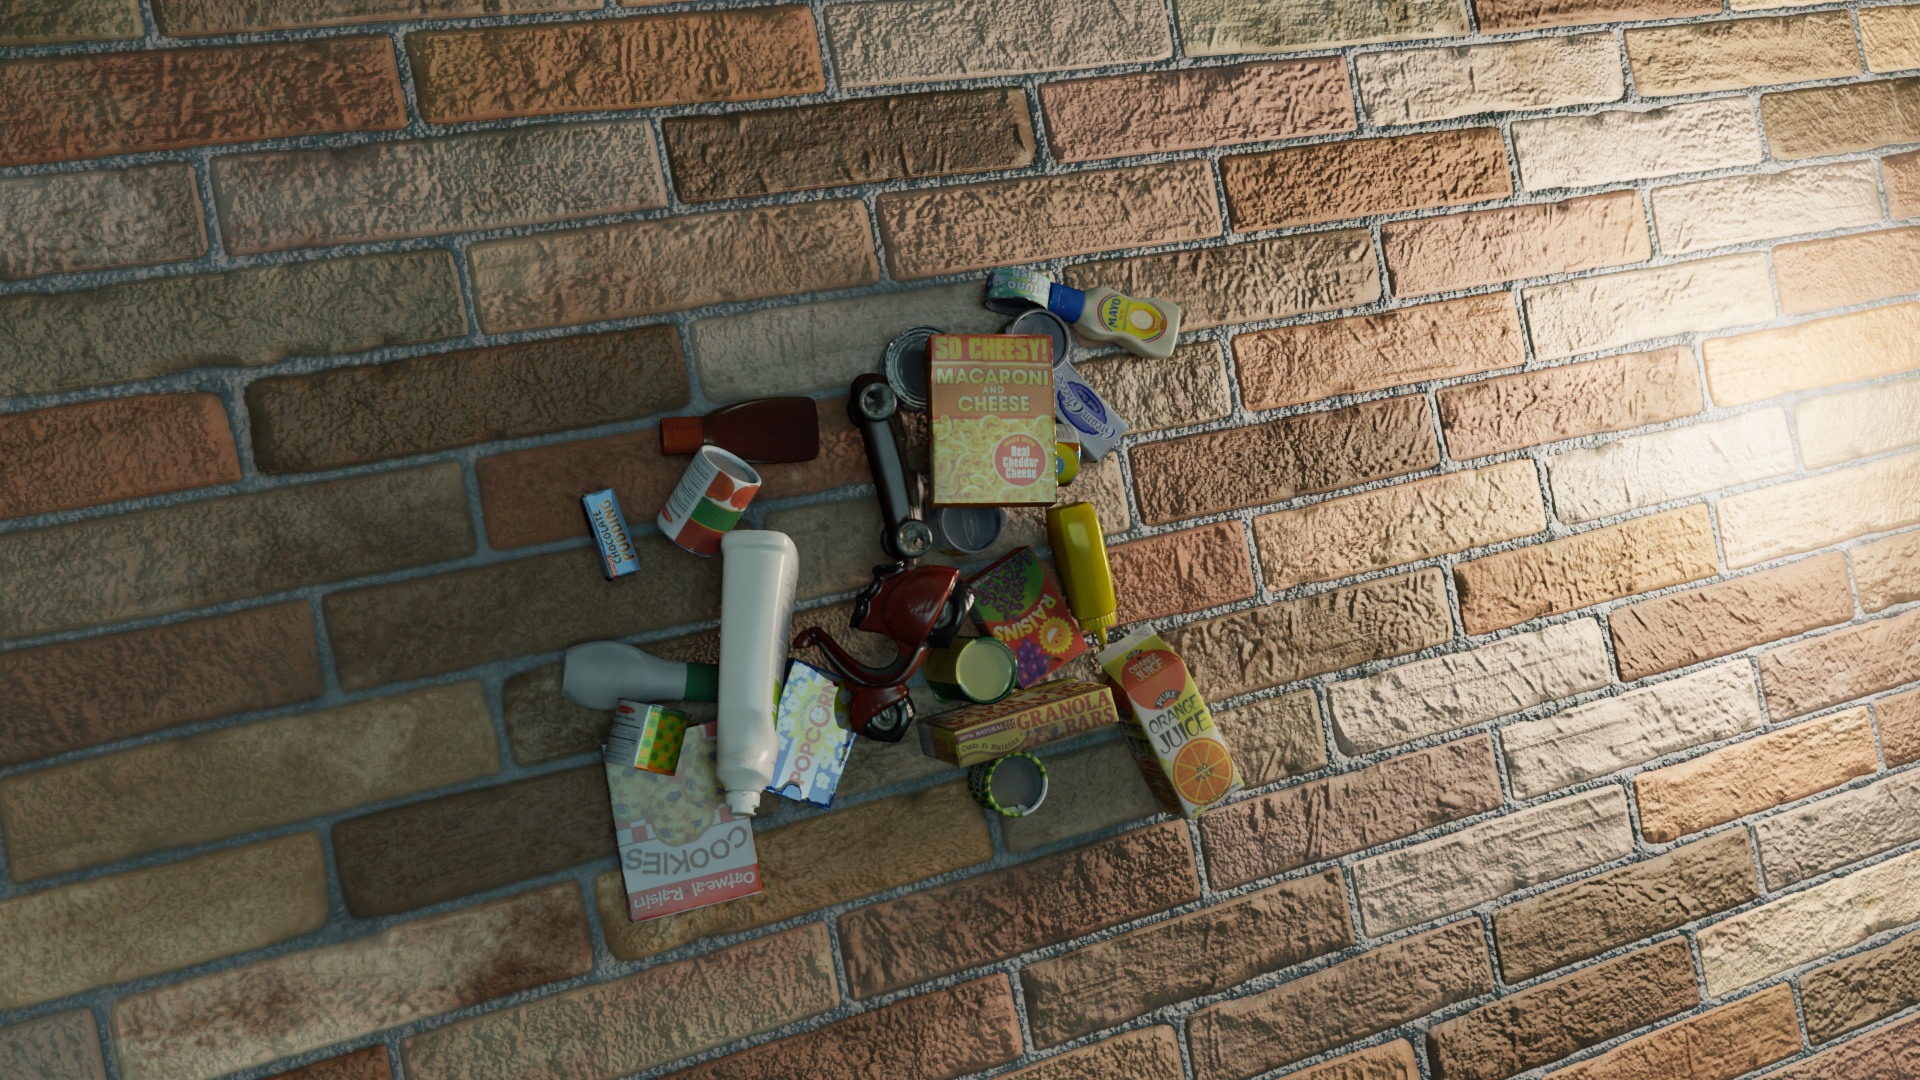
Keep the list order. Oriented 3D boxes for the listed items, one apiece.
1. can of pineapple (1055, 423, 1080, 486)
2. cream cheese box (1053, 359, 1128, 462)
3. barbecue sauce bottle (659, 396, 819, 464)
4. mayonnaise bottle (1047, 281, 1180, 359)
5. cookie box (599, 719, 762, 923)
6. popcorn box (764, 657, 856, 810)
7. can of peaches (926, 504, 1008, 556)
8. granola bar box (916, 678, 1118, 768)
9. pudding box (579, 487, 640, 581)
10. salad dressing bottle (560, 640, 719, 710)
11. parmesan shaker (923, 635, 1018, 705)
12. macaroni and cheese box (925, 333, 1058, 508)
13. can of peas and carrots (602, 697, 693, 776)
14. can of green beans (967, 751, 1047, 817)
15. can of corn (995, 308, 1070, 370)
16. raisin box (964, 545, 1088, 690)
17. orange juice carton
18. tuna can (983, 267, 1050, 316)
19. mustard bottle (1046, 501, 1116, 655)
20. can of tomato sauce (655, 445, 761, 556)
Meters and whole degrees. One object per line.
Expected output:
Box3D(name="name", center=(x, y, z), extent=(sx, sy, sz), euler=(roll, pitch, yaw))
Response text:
Box3D(name="can of pineapple", center=(0.084, -0.087, 1.422), extent=(0.058, 0.071, 0.071), euler=(2, 86, -18))
Box3D(name="cream cheese box", center=(0.123, -0.136, 1.459), extent=(0.103, 0.024, 0.053), euler=(46, 75, -10))
Box3D(name="barbecue sauce bottle", center=(-0.213, -0.104, 1.338), extent=(0.149, 0.043, 0.065), euler=(-5, 90, -18))
Box3D(name="mayonnaise bottle", center=(0.157, -0.237, 1.468), extent=(0.148, 0.041, 0.065), euler=(12, 85, -17))
Box3D(name="cookie box", center=(-0.262, 0.260, 1.300), extent=(0.123, 0.040, 0.167), euler=(-10, 88, -19))
Box3D(name="popcorn box", center=(-0.147, 0.186, 1.342), extent=(0.085, 0.038, 0.127), euler=(22, 80, -17))
Box3D(name="can of peaches", center=(0.005, -0.017, 1.395), extent=(0.071, 0.058, 0.071), euler=(1, 85, -18))
Box3D(name="granola bar box", center=(0.053, 0.176, 1.363), extent=(0.166, 0.124, 0.039), euler=(-14, 92, -18))
Box3D(name="pudding box", center=(-0.326, -0.005, 1.291), extent=(0.030, 0.049, 0.083), euler=(-19, 92, -19))
Box3D(name="salad dressing bottle", center=(-0.295, 0.129, 1.296), extent=(0.148, 0.044, 0.064), euler=(7, 82, -19))
Box3D(name="parmesan shaker", center=(0.009, 0.129, 1.363), extent=(0.071, 0.103, 0.071), euler=(1, 87, -18))
Box3D(name="macaroni and cheese box", center=(0.029, -0.116, 1.357), extent=(0.124, 0.040, 0.166), euler=(0, 83, -9))
Box3D(name="can of peas and carrots", center=(-0.279, 0.177, 1.246), extent=(0.071, 0.071, 0.059), euler=(16, 78, -16))
Box3D(name="can of green beans", center=(0.047, 0.241, 1.391), extent=(0.071, 0.057, 0.071), euler=(1, 86, -18))
Box3D(name="can of corn", center=(0.069, -0.201, 1.428), extent=(0.071, 0.058, 0.071), euler=(1, 87, -18))
Box3D(name="raisin box", center=(0.062, 0.079, 1.417), extent=(0.086, 0.040, 0.123), euler=(-32, 97, -18))
Box3D(name="orange juice carton", center=(0.210, 0.186, 1.440), extent=(0.072, 0.073, 0.192), euler=(-28, 95, -17))
Box3D(name="tuna can", center=(0.058, -0.254, 1.422), extent=(0.071, 0.071, 0.033), euler=(9, 83, -17))
Box3D(name="mustard bottle", center=(0.130, 0.040, 1.432), extent=(0.049, 0.065, 0.160), euler=(-16, 97, -13))
Box3D(name="can of tomato sauce", center=(-0.234, -0.037, 1.299), extent=(0.071, 0.071, 0.083), euler=(31, 106, -14))
